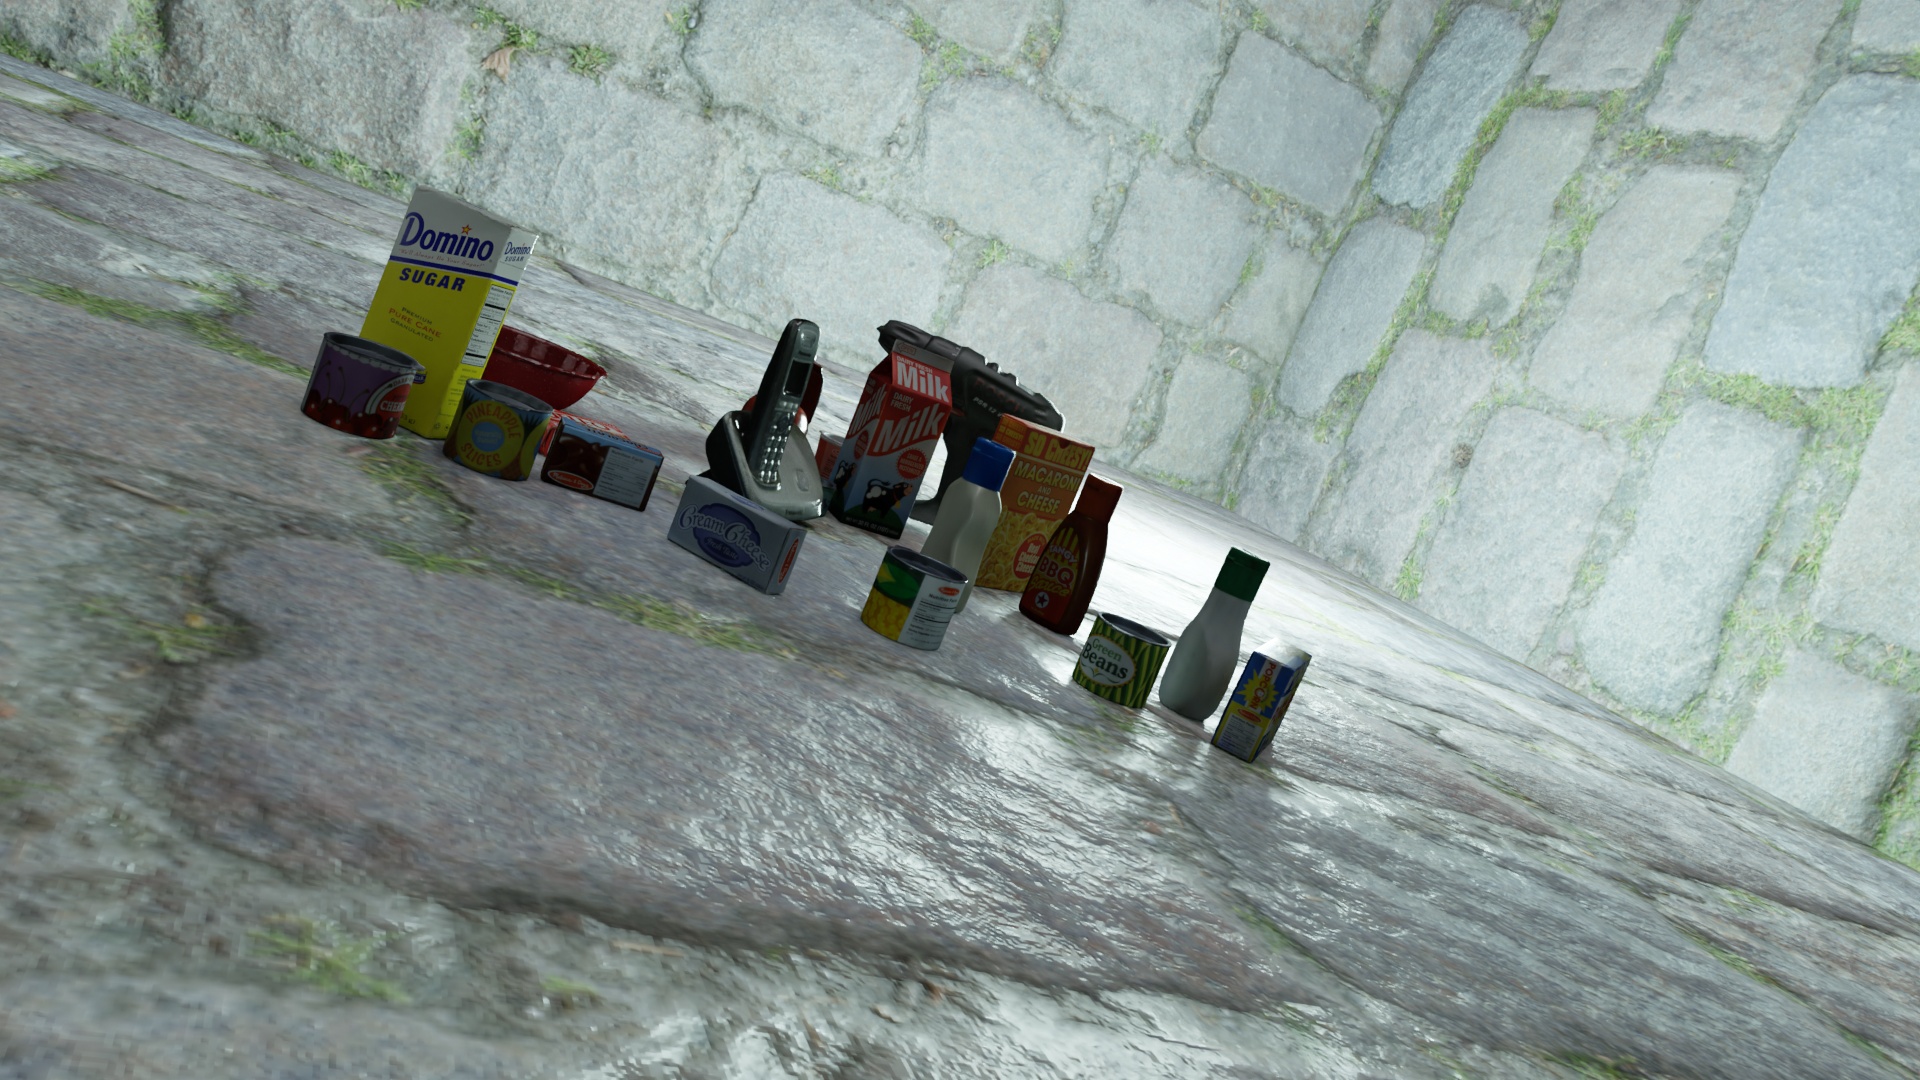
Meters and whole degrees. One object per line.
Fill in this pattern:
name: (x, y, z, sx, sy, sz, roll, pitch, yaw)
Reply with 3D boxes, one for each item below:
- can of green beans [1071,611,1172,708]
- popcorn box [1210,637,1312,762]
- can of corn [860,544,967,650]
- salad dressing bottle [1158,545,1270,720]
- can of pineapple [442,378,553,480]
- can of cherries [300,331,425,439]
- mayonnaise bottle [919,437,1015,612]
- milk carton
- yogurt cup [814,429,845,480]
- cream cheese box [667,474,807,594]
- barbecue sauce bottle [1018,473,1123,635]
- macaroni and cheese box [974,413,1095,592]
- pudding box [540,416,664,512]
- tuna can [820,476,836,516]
can of green beans: (0.132, 0.098, 1.143, 0.071, 0.057, 0.071, 22, 9, -3)
popcorn box: (0.252, 0.131, 1.156, 0.038, 0.085, 0.127, 25, 9, 18)
can of corn: (-0.037, 0.043, 1.056, 0.071, 0.058, 0.071, 22, 9, -3)
salad dressing bottle: (0.217, 0.078, 1.180, 0.044, 0.147, 0.064, 19, 9, -25)
can of pineapple: (-0.348, -0.083, 1.043, 0.071, 0.057, 0.071, 22, 9, -3)
can of cherries: (-0.431, -0.111, 1.002, 0.071, 0.058, 0.071, 22, 9, -3)
mayonnaise bottle: (0.004, -0.015, 1.209, 0.041, 0.147, 0.065, 17, 10, -35)
milk carton: (-0.070, -0.106, 1.426, 0.072, 0.190, 0.073, 18, 9, -27)
yogurt cup: (-0.138, -0.087, 1.589, 0.072, 0.054, 0.072, 22, 9, -3)
cream cheese box: (-0.168, -0.005, 1.035, 0.104, 0.053, 0.024, 27, 9, 25)
barbecue sauce bottle: (0.109, 0.011, 1.306, 0.065, 0.148, 0.044, 30, 11, 40)
macaroni and cheese box: (0.060, -0.033, 1.387, 0.040, 0.166, 0.124, 29, 11, 37)
pudding box: (-0.282, -0.060, 1.094, 0.084, 0.049, 0.030, 18, 9, -24)
tuna can: (-0.158, -0.050, 1.388, 0.071, 0.032, 0.071, 22, 9, -3)
